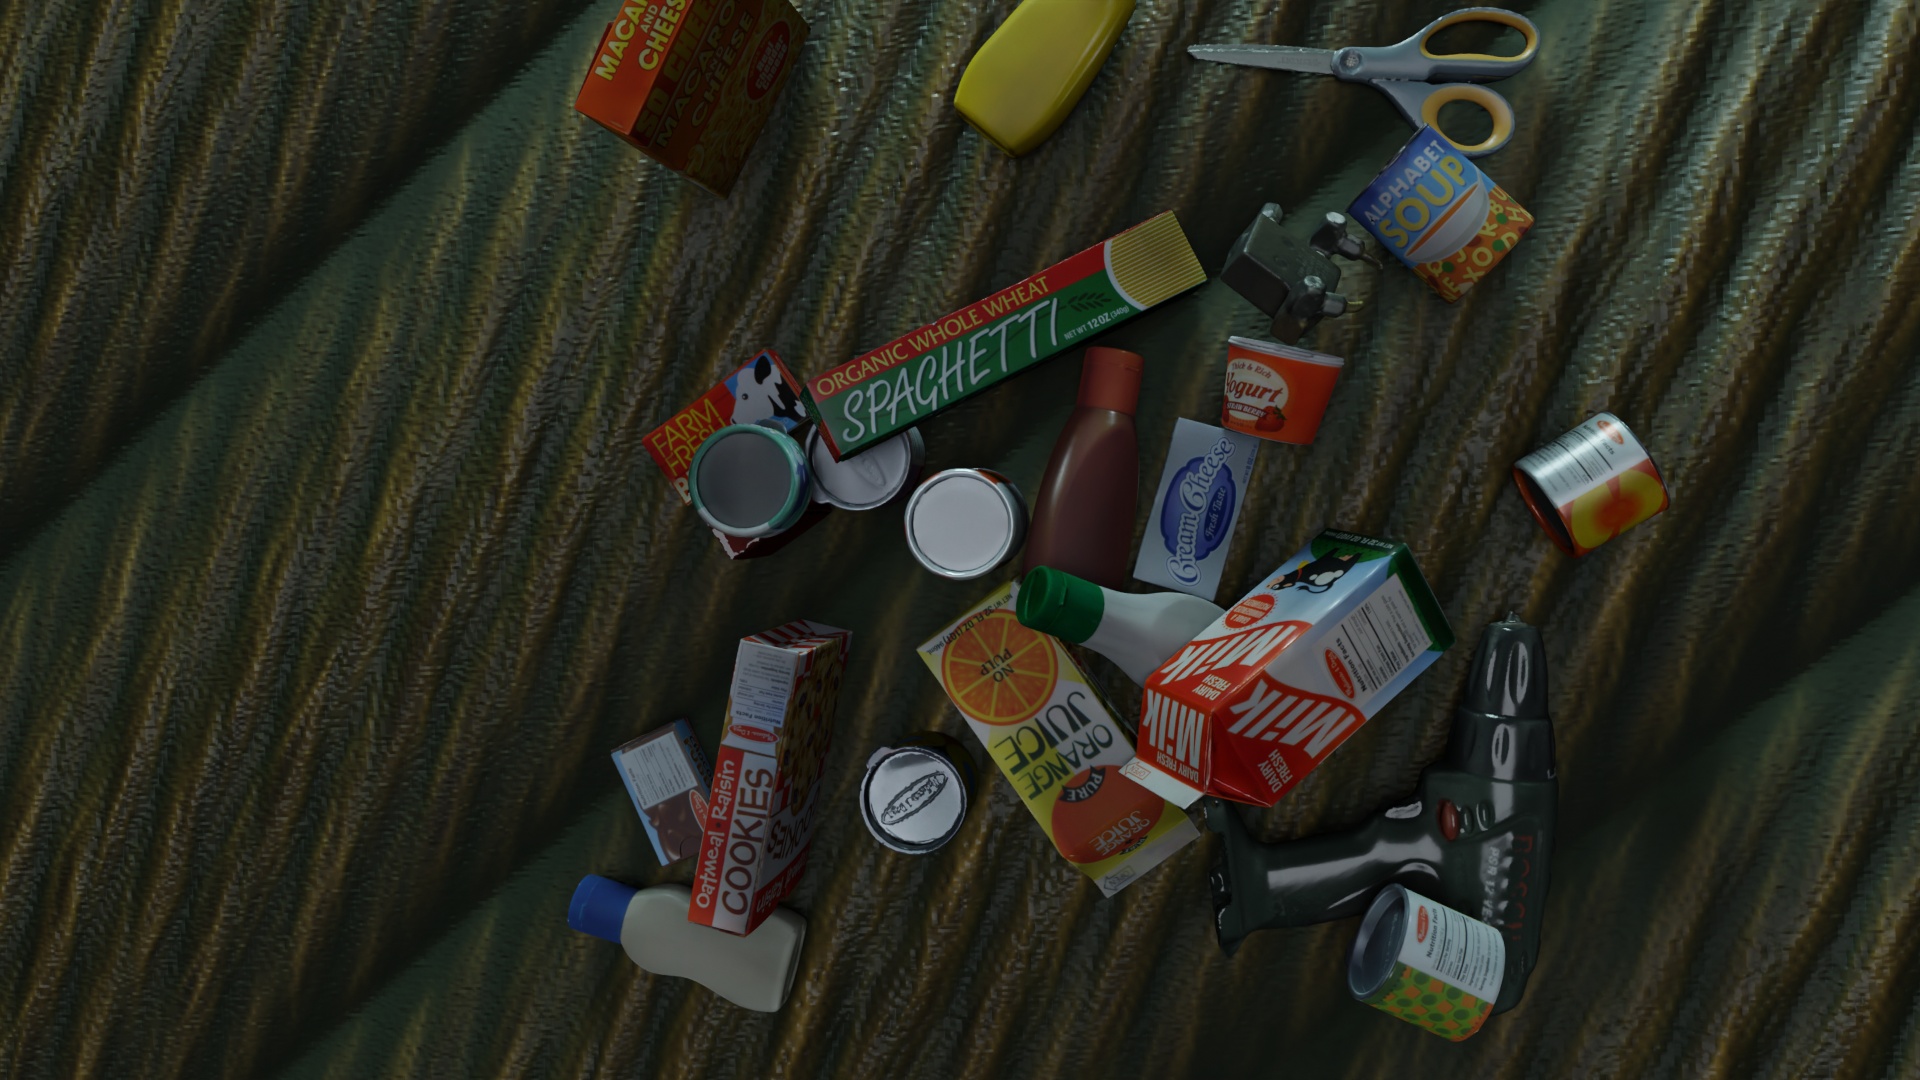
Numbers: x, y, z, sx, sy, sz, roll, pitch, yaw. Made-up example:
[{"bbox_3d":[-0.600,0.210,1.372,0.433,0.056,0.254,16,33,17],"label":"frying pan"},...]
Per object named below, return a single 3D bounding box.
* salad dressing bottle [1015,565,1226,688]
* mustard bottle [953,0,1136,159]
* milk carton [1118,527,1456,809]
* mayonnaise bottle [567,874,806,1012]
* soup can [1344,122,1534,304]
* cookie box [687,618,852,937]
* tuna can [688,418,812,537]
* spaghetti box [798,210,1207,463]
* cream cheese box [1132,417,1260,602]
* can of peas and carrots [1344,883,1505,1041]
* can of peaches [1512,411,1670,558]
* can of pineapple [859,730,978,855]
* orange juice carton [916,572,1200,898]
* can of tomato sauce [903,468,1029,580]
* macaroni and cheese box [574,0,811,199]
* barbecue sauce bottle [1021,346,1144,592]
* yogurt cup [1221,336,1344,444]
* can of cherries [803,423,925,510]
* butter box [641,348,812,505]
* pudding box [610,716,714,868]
[{"bbox_3d":[0.103,0.053,0.811,0.147,0.044,0.064,21,73,-24],"label":"salad dressing bottle"},{"bbox_3d":[0.066,-0.308,0.837,0.065,0.049,0.160,41,96,4],"label":"mustard bottle"},{"bbox_3d":[0.176,0.080,0.781,0.191,0.072,0.073,-38,110,-15],"label":"milk carton"},{"bbox_3d":[-0.177,0.252,0.895,0.148,0.041,0.064,14,93,8],"label":"mayonnaise bottle"},{"bbox_3d":[0.275,-0.187,0.799,0.084,0.071,0.071,43,97,4],"label":"soup can"},{"bbox_3d":[-0.112,0.138,0.839,0.040,0.123,0.167,12,94,8],"label":"cookie box"},{"bbox_3d":[-0.120,-0.037,0.802,0.071,0.033,0.071,0,90,8],"label":"tuna can"},{"bbox_3d":[0.027,-0.121,0.823,0.250,0.028,0.050,-27,87,-9],"label":"spaghetti box"},{"bbox_3d":[0.144,-0.019,0.848,0.053,0.024,0.103,16,94,9],"label":"cream cheese box"},{"bbox_3d":[0.251,0.230,0.754,0.059,0.071,0.071,24,95,1],"label":"can of peas and carrots"},{"bbox_3d":[0.361,-0.030,0.796,0.058,0.071,0.071,-31,88,8],"label":"can of peaches"},{"bbox_3d":[-0.025,0.153,0.860,0.071,0.058,0.071,0,92,8],"label":"can of pineapple"},{"bbox_3d":[0.061,0.118,0.839,0.072,0.073,0.192,-36,87,7],"label":"orange juice carton"},{"bbox_3d":[0.003,-0.011,0.838,0.071,0.083,0.071,0,92,8],"label":"can of tomato sauce"},{"bbox_3d":[-0.152,-0.278,0.809,0.040,0.166,0.123,28,96,7],"label":"macaroni and cheese box"},{"bbox_3d":[0.080,-0.041,0.841,0.065,0.043,0.148,12,88,-33],"label":"barbecue sauce bottle"},{"bbox_3d":[0.187,-0.088,0.820,0.072,0.072,0.053,13,102,8],"label":"yogurt cup"},{"bbox_3d":[-0.061,-0.051,0.858,0.071,0.058,0.071,0,93,7],"label":"can of cherries"},{"bbox_3d":[-0.147,-0.072,0.887,0.103,0.024,0.053,-35,88,8],"label":"butter box"},{"bbox_3d":[-0.185,0.162,0.897,0.049,0.030,0.083,-26,88,7],"label":"pudding box"}]
